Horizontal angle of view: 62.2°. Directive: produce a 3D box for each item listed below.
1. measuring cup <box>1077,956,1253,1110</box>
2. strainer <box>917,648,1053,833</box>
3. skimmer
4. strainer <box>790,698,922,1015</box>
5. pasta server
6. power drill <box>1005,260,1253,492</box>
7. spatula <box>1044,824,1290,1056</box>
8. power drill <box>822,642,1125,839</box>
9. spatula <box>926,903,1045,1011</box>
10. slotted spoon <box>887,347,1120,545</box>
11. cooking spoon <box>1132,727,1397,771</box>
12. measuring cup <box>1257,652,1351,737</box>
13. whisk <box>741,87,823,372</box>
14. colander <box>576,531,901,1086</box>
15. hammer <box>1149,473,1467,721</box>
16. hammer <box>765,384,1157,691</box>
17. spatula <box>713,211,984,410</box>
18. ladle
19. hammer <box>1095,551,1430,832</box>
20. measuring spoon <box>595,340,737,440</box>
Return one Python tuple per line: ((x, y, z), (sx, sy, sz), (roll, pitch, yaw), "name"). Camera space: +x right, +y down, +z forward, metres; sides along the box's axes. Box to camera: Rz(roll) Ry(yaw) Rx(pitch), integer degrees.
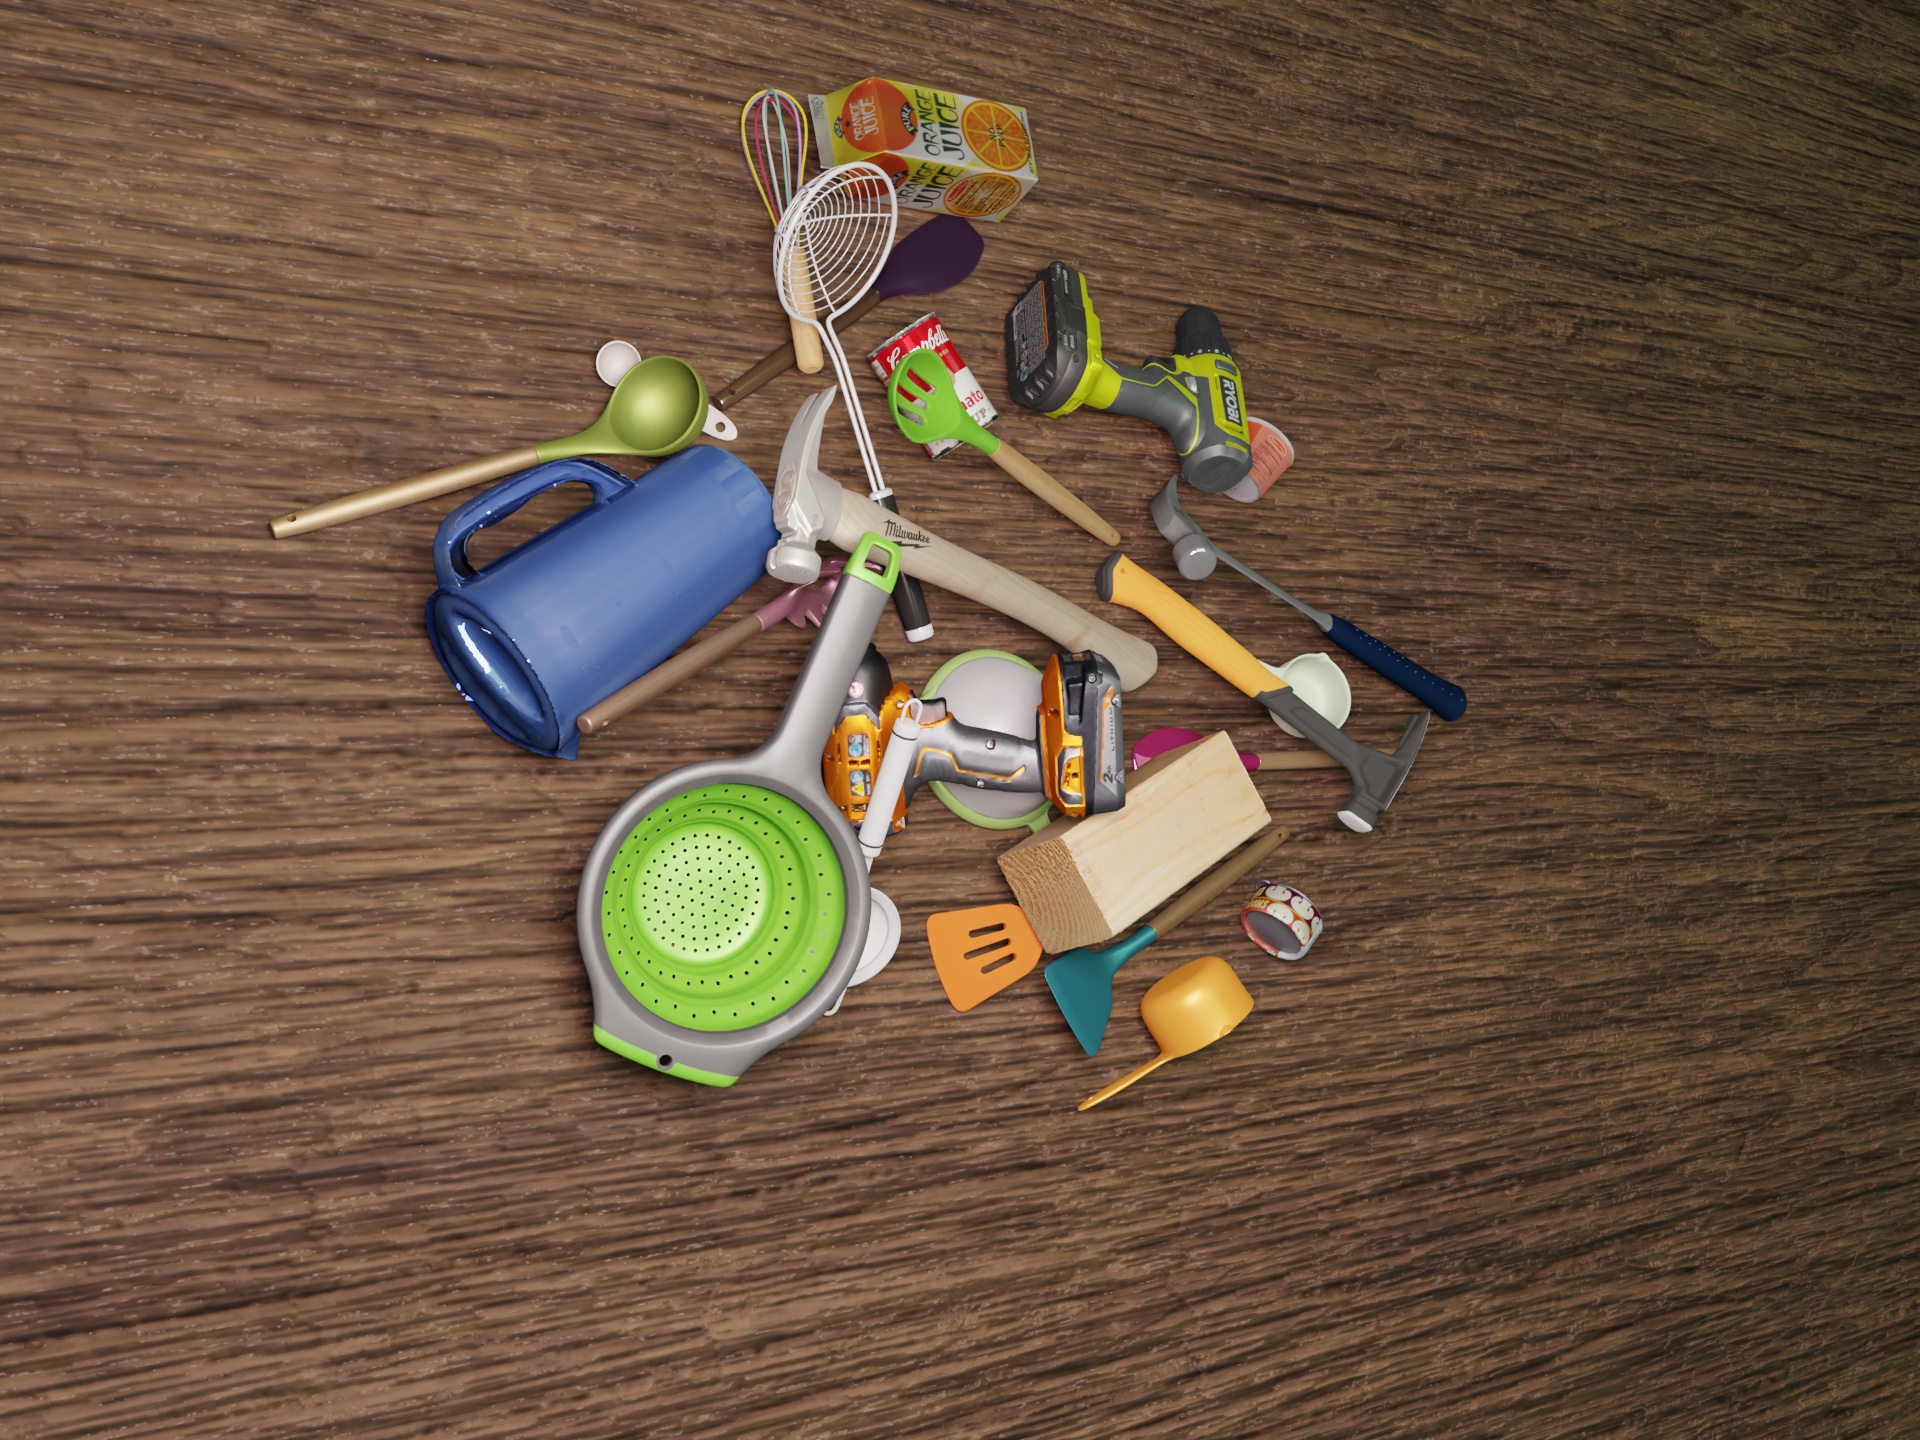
((0.158, 0.256, 1.313), (0.173, 0.095, 0.052), (-30, 90, -12), "measuring cup")
((-0.002, -0.004, 1.269), (0.256, 0.069, 0.151), (18, 72, -28), "strainer")
((-0.060, -0.239, 1.236), (0.127, 0.090, 0.363), (-28, 106, -46), "skimmer")
((-0.069, 0.098, 1.173), (0.086, 0.050, 0.258), (9, 113, -23), "strainer")
((-0.160, -0.057, 1.154), (0.040, 0.060, 0.316), (31, 37, 17), "pasta server")
((0.156, -0.318, 1.413), (0.228, 0.080, 0.191), (15, 56, -28), "power drill")
((0.187, 0.169, 1.359), (0.317, 0.044, 0.082), (-31, 95, -32), "spatula")
((0.006, 0.001, 1.201), (0.226, 0.084, 0.164), (-4, 103, 0), "power drill")
((0.116, 0.150, 1.335), (0.322, 0.041, 0.081), (-19, 89, -36), "spatula")
((0.041, -0.211, 1.304), (0.313, 0.031, 0.070), (28, 78, -46), "slotted spoon")
((0.291, 0.037, 1.460), (0.318, 0.017, 0.069), (-2, 81, -29), "cooking spoon")
((0.279, -0.036, 1.461), (0.167, 0.038, 0.083), (20, 72, -15), "measuring cup")
((-0.135, -0.397, 1.278), (0.047, 0.051, 0.245), (-4, 79, -32), "whisk")
((-0.141, 0.052, 1.130), (0.204, 0.094, 0.397), (25, 82, -20), "colander")
((0.329, -0.100, 1.476), (0.405, 0.035, 0.144), (27, 28, -30), "hammer")
((0.020, -0.119, 1.266), (0.410, 0.038, 0.146), (22, 69, -41), "hammer")
((-0.088, -0.338, 1.318), (0.060, 0.018, 0.316), (48, 60, -1), "spatula")
((-0.326, -0.189, 1.125), (0.320, 0.062, 0.078), (-23, 66, -27), "ladle")
((0.264, -0.045, 1.418), (0.336, 0.034, 0.127), (36, 74, -8), "hammer")
((-0.226, -0.251, 1.225), (0.124, 0.018, 0.034), (29, 88, -29), "measuring spoon")
